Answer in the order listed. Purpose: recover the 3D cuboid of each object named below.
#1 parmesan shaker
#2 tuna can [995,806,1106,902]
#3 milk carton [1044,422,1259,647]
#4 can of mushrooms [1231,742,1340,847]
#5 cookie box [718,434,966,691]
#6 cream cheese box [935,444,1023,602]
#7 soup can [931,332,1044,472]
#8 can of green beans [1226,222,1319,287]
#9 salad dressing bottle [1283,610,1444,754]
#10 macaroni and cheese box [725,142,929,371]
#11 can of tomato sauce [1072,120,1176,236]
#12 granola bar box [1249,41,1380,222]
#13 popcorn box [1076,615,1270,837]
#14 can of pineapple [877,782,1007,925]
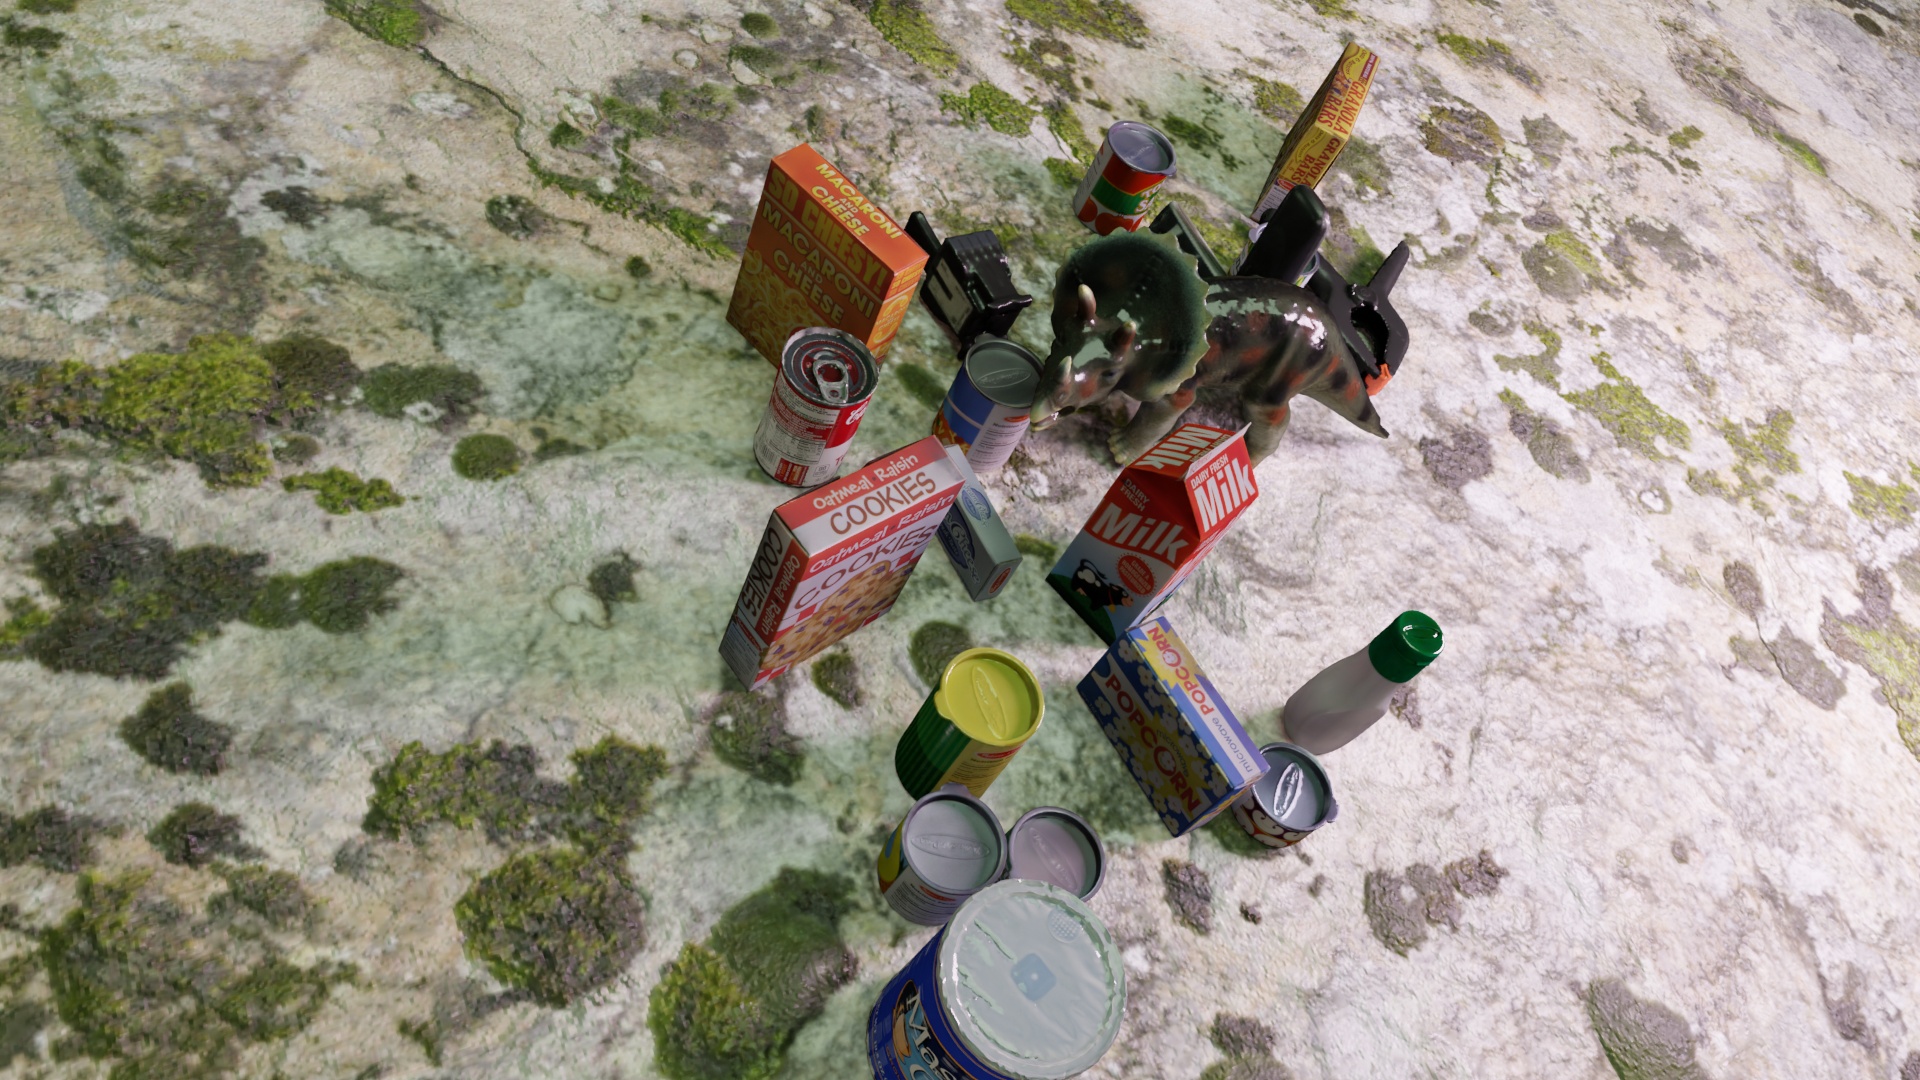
[{"bbox_3d":[0.001,0.120,0.870,0.071,0.102,0.071,11,54,-15],"label":"parmesan shaker"},{"bbox_3d":[0.054,0.206,0.878,0.071,0.032,0.071,11,54,-15],"label":"tuna can"},{"bbox_3d":[0.138,-0.012,0.963,0.073,0.189,0.073,46,53,12],"label":"milk carton"},{"bbox_3d":[0.225,0.179,0.967,0.071,0.033,0.071,11,54,-15],"label":"can of mushrooms"},{"bbox_3d":[-0.077,0.015,0.870,0.123,0.166,0.040,-29,72,-35],"label":"cookie box"},{"bbox_3d":[0.004,-0.012,0.996,0.024,0.053,0.104,-15,64,-30],"label":"cream cheese box"},{"bbox_3d":[0.020,-0.103,1.047,0.071,0.083,0.072,11,54,-15],"label":"soup can"},{"bbox_3d":[0.285,-0.248,1.274,0.071,0.057,0.071,11,54,-15],"label":"can of green beans"},{"bbox_3d":[0.282,0.100,0.972,0.064,0.146,0.044,4,56,-20],"label":"salad dressing bottle"},{"bbox_3d":[-0.100,-0.182,0.999,0.124,0.165,0.040,44,52,10],"label":"macaroni and cheese box"},{"bbox_3d":[0.148,-0.324,1.254,0.071,0.082,0.071,11,54,-15],"label":"can of tomato sauce"},{"bbox_3d":[0.348,-0.394,1.359,0.039,0.123,0.166,30,51,-1],"label":"granola bar box"},{"bbox_3d":[0.141,0.126,0.936,0.038,0.084,0.127,-20,67,-32],"label":"popcorn box"},{"bbox_3d":[-0.011,0.192,0.845,0.071,0.057,0.071,11,54,-15],"label":"can of pineapple"}]
